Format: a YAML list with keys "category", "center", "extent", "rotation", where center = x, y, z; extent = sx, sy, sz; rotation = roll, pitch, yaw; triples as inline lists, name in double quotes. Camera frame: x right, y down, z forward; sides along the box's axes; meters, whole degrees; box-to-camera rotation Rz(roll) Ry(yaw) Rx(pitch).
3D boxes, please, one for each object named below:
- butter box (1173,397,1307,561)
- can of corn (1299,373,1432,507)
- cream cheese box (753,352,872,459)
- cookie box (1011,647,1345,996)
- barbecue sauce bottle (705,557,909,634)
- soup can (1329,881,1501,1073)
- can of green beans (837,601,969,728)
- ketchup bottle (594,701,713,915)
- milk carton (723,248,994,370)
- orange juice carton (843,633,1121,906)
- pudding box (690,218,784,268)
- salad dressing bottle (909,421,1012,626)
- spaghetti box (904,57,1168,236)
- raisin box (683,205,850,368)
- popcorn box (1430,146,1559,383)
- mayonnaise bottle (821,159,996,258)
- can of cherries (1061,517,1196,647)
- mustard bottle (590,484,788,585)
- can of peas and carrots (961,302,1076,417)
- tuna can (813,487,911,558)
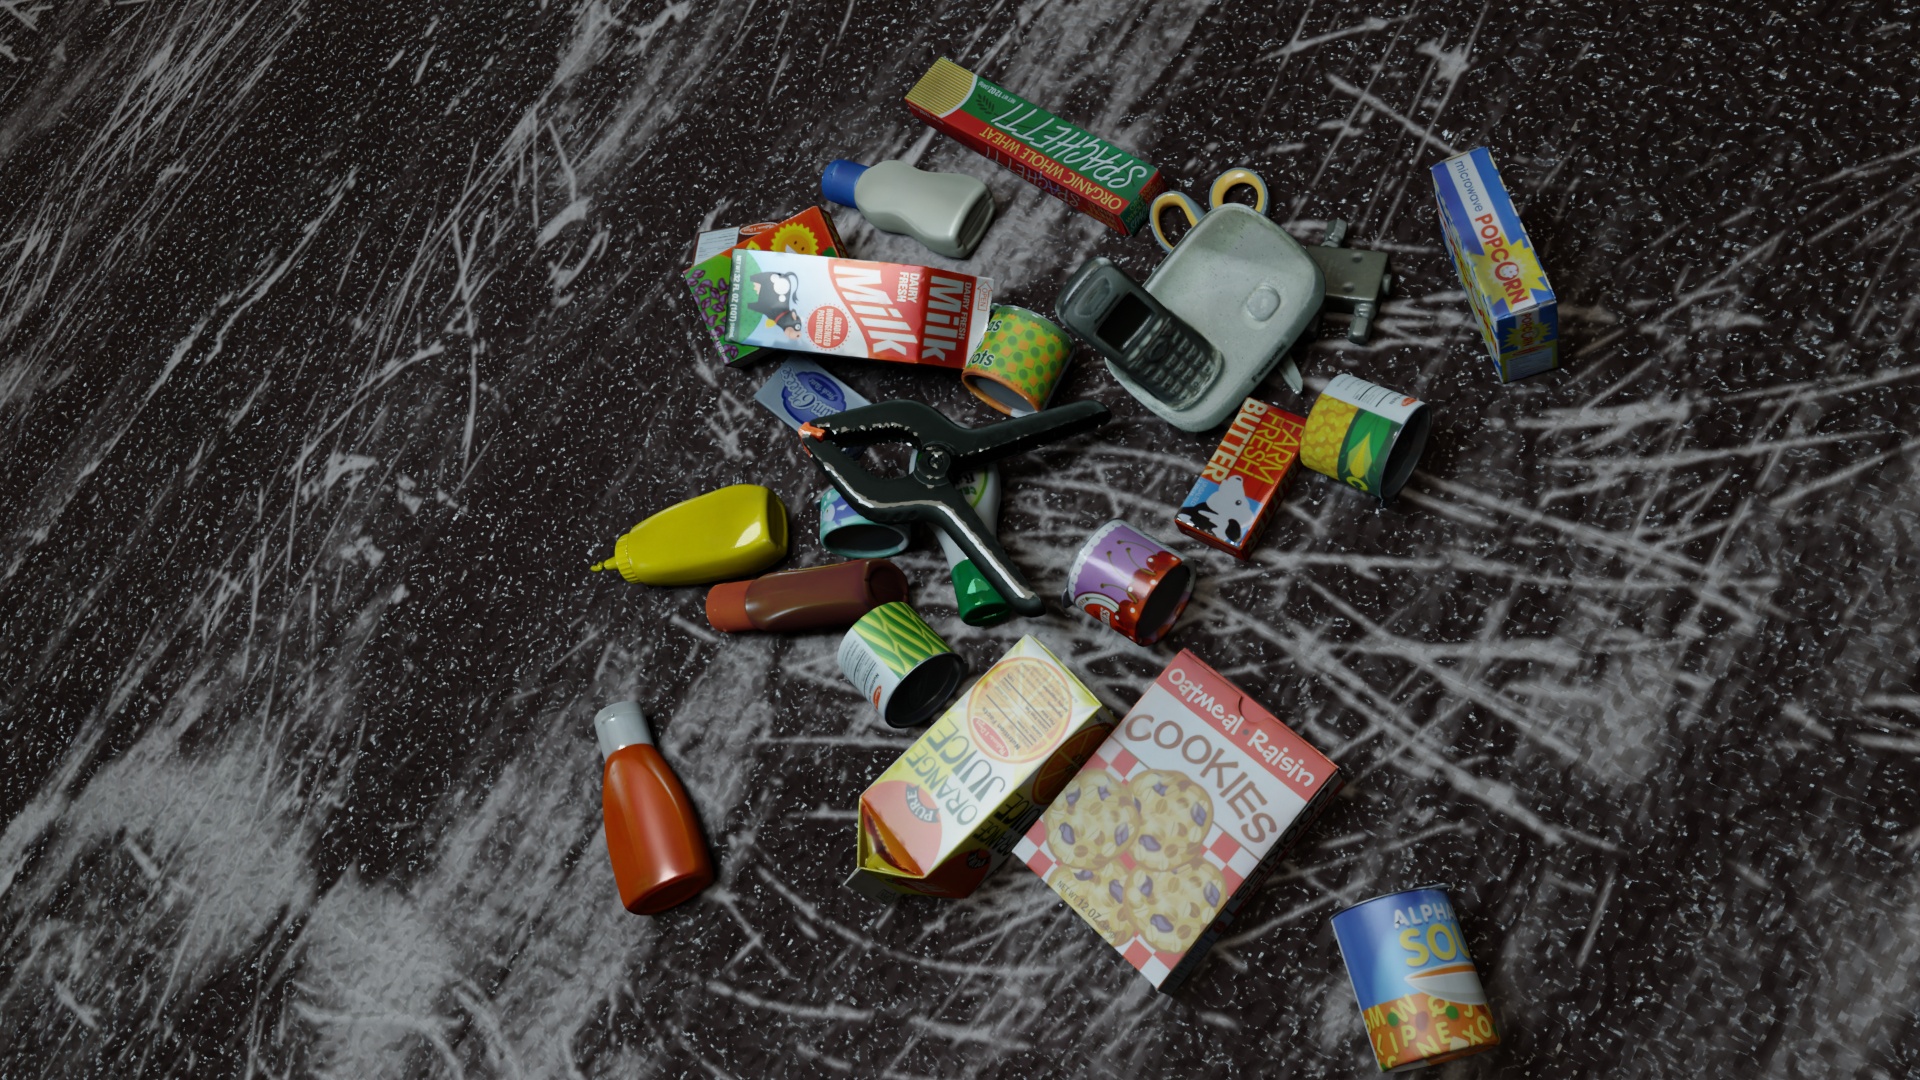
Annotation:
- category: "butter box"
  center: [0.191, -0.042, 0.926]
  extent: [0.053, 0.024, 0.103]
  rotation: [27, 79, 31]
- category: "can of corn"
  center: [0.257, -0.064, 0.886]
  extent: [0.058, 0.071, 0.071]
  rotation: [28, 80, 31]
- category: "cream cheese box"
  center: [-0.109, -0.103, 1.078]
  extent: [0.104, 0.024, 0.053]
  rotation: [38, 85, 31]
- category: "cookie box"
  center: [0.132, 0.168, 0.845]
  extent: [0.123, 0.040, 0.167]
  rotation: [38, 85, 31]
- category: "barbecue sauce bottle"
  center: [-0.114, 0.042, 0.994]
  extent: [0.148, 0.065, 0.044]
  rotation: [-8, 73, 29]
- category: "soup can"
  center: [0.247, 0.236, 0.750]
  extent: [0.071, 0.071, 0.084]
  rotation: [-20, 61, 13]
- category: "can of green beans"
  center: [-0.041, 0.084, 0.940]
  extent: [0.071, 0.071, 0.058]
  rotation: [-45, 58, -2]
- category: "ketchup bottle"
  center: [-0.224, 0.185, 0.982]
  extent: [0.064, 0.043, 0.149]
  rotation: [-29, 59, 7]
- category: "milk carton"
  center: [-0.072, -0.172, 1.041]
  extent: [0.191, 0.073, 0.072]
  rotation: [8, 96, 10]
- category: "orange juice carton"
  center: [0.008, 0.158, 0.882]
  extent: [0.193, 0.071, 0.073]
  rotation: [-44, 58, -2]
- category: "pudding box"
  center: [-0.183, -0.237, 1.166]
  extent: [0.083, 0.030, 0.050]
  rotation: [-5, 64, 20]
- category: "salad dressing bottle"
  center: [0.003, -0.012, 0.978]
  extent: [0.064, 0.044, 0.148]
  rotation: [-17, 62, 6]
- category: "spaghetti box"
  center: [0.056, -0.317, 1.105]
  extent: [0.250, 0.028, 0.050]
  rotation: [38, 86, 31]
- category: "raisin box"
  center: [-0.147, -0.201, 1.111]
  extent: [0.123, 0.040, 0.086]
  rotation: [-24, 89, 11]
- category: "popcorn box"
  center: [0.342, -0.176, 0.889]
  extent: [0.038, 0.085, 0.127]
  rotation: [-19, 62, 15]
- category: "mayonnaise bottle"
  center: [-0.046, -0.275, 1.122]
  extent: [0.148, 0.041, 0.065]
  rotation: [24, 76, 31]
- category: "can of cherries"
  center: [0.110, 0.029, 0.903]
  extent: [0.058, 0.071, 0.071]
  rotation: [32, 82, 29]
- category: "mustard bottle"
  center: [-0.210, 0.003, 1.057]
  extent: [0.160, 0.048, 0.065]
  rotation: [-13, 62, 18]
- category: "can of peas and carrots"
  center: [0.040, -0.129, 1.002]
  extent: [0.071, 0.071, 0.059]
  rotation: [21, 77, 29]
- category: "tuna can"
  center: [-0.070, -0.013, 0.996]
  extent: [0.071, 0.071, 0.033]
  rotation: [-10, 64, 18]
